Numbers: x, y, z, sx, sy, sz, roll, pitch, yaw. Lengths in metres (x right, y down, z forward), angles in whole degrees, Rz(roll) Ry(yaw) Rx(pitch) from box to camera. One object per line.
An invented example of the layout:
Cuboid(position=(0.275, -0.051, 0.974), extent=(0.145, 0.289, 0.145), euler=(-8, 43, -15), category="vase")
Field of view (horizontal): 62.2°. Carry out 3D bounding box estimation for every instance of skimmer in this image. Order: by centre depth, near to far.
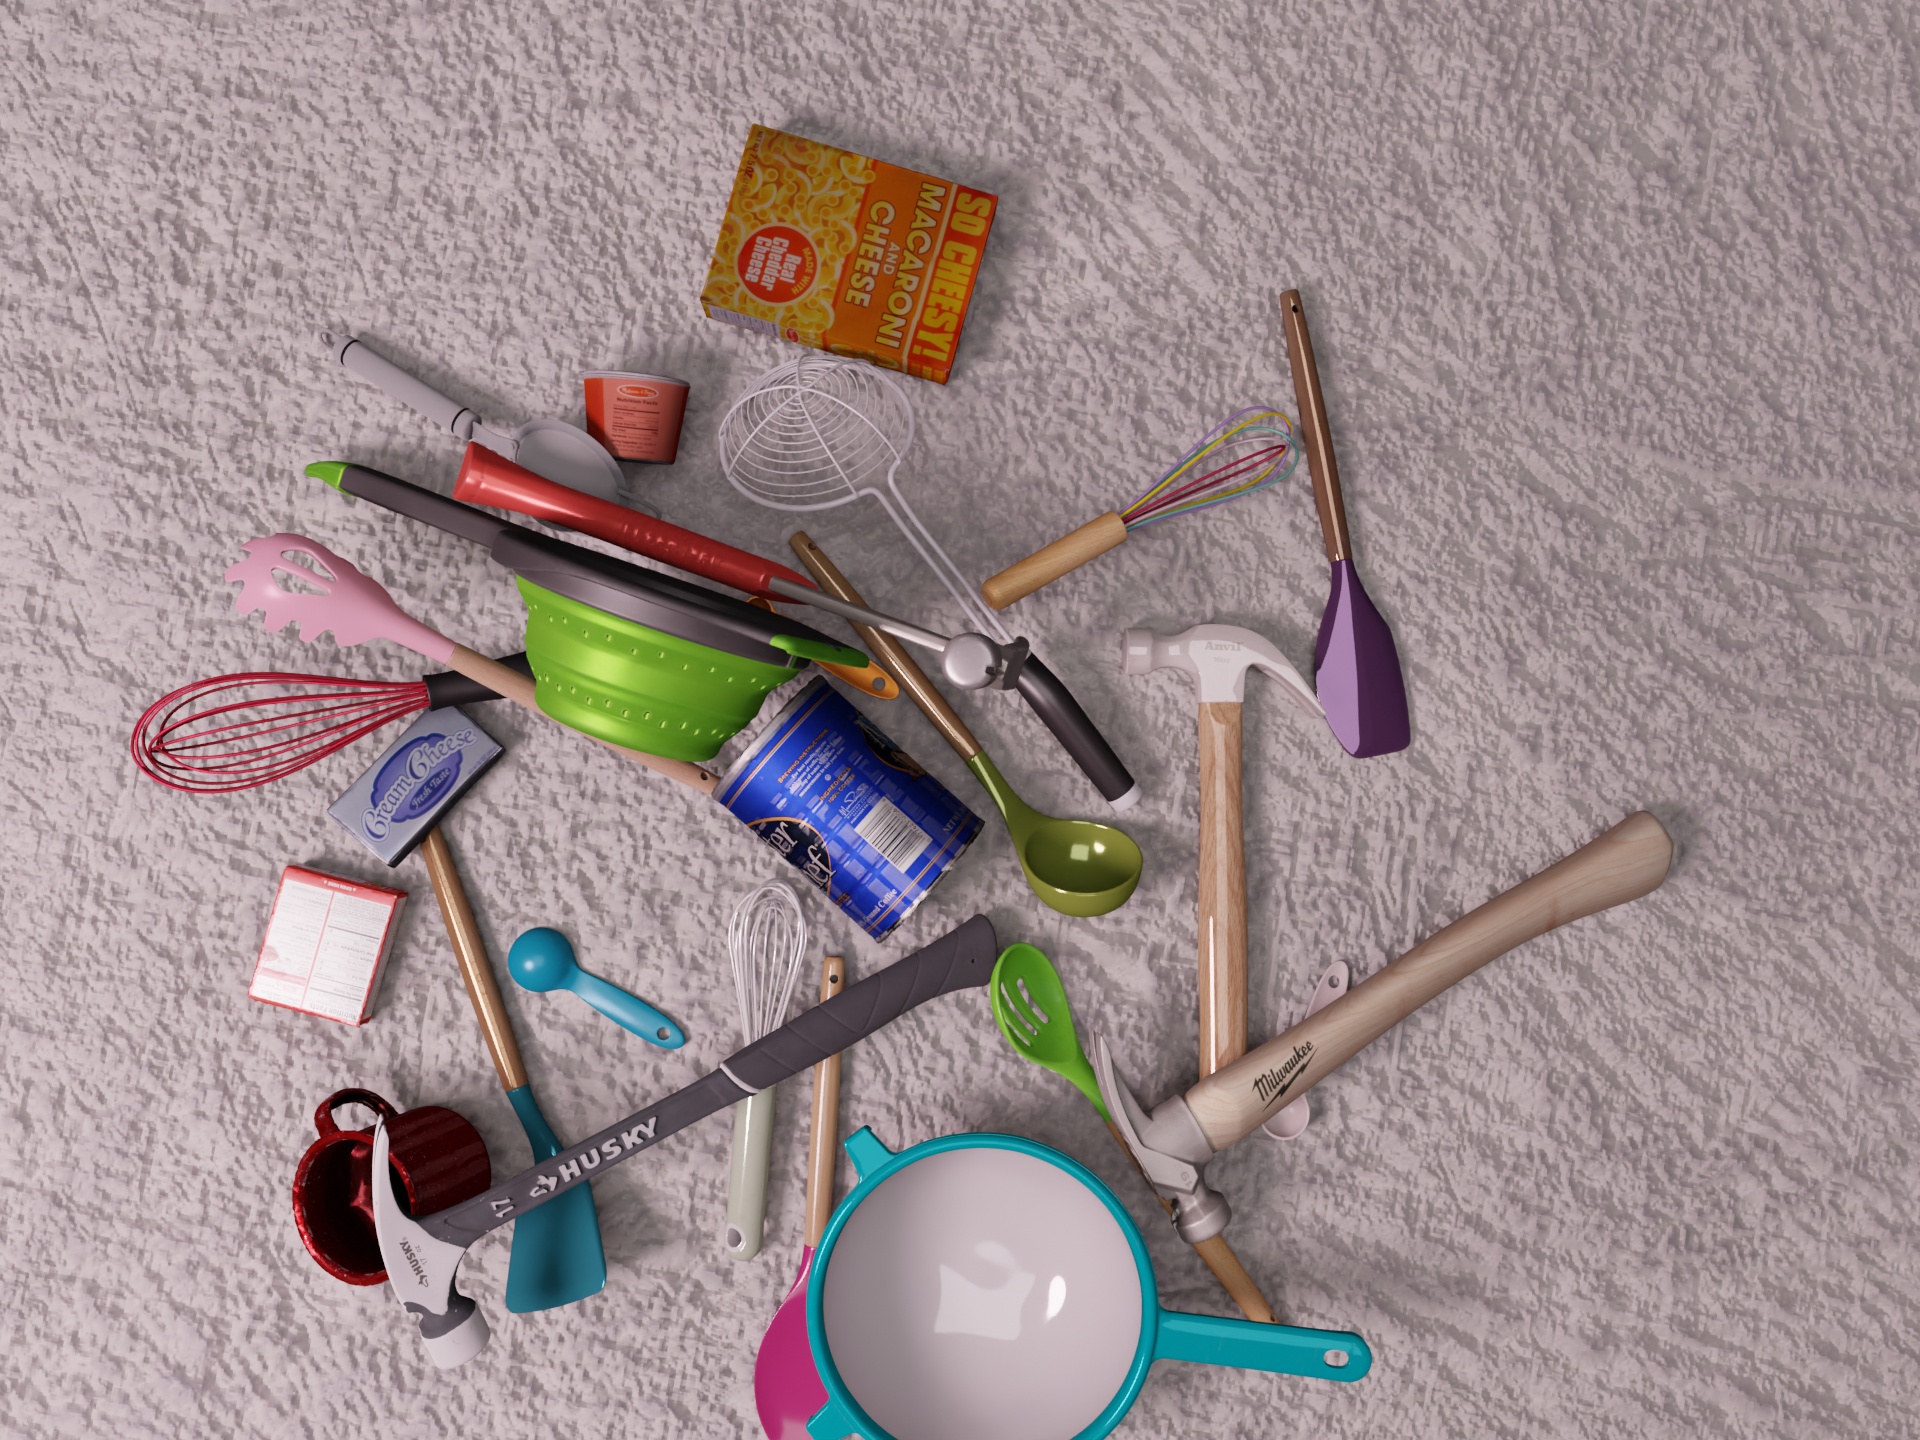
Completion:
Cuboid(position=(-0.011, -0.084, 1.036), extent=(0.127, 0.090, 0.363), euler=(-42, 100, -17), category="skimmer")

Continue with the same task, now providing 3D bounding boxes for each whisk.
Cuboid(position=(-0.349, -0.012, 0.980), extent=(0.295, 0.073, 0.073), euler=(-13, 89, -22), category="whisk")
Cuboid(position=(-0.129, 0.223, 1.018), extent=(0.058, 0.059, 0.246), euler=(6, 92, 34), category="whisk")
Cuboid(position=(0.120, -0.131, 1.021), extent=(0.245, 0.047, 0.051), euler=(-30, 77, -16), category="whisk")

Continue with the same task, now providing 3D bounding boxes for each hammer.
Cuboid(position=(-0.133, -0.091, 0.948), extent=(0.359, 0.149, 0.036), euler=(20, 96, 8), category="hammer")
Cuboid(position=(-0.153, 0.221, 0.964), extent=(0.409, 0.036, 0.149), euler=(-26, 106, -20), category="hammer")
Cuboid(position=(0.280, 0.164, 1.022), extent=(0.410, 0.038, 0.146), euler=(-30, 94, -9), category="hammer")
Cuboid(position=(0.174, 0.103, 1.041), extent=(0.130, 0.031, 0.331), euler=(-1, 88, -2), category="hammer")

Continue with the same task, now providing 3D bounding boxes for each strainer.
Cuboid(position=(0.077, 0.360, 0.990), extent=(0.340, 0.095, 0.211), euler=(8, 90, 0), category="strainer")
Cuboid(position=(-0.310, -0.183, 1.016), extent=(0.258, 0.086, 0.050), euler=(32, 45, 8), category="strainer")

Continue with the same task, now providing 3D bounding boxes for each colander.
Cuboid(position=(-0.252, -0.062, 0.954), extent=(0.397, 0.204, 0.094), euler=(21, 95, 22), category="colander")

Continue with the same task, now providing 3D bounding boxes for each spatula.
Cuboid(position=(-0.295, 0.211, 1.007), extent=(0.082, 0.044, 0.317), euler=(-22, 87, 24), category="spatula")
Cuboid(position=(0.247, -0.131, 1.060), extent=(0.060, 0.018, 0.316), euler=(-10, 89, -5), category="spatula")

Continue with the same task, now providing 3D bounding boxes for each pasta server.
Cuboid(position=(-0.288, -0.027, 0.972), extent=(0.316, 0.040, 0.060), euler=(29, 66, -22), category="pasta server")

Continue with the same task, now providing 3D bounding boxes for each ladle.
Cuboid(position=(-0.002, -0.003, 1.026), extent=(0.320, 0.062, 0.078), euler=(51, 46, 4), category="ladle")

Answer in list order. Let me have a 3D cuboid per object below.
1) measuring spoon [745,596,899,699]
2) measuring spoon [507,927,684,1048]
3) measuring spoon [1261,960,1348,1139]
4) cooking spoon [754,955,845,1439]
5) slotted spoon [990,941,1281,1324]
Cuboid(position=(-0.091, -0.046, 1.046), extent=(0.117, 0.011, 0.021), euler=(31, 84, -5), category="measuring spoon")
Cuboid(position=(-0.234, 0.177, 1.022), extent=(0.128, 0.021, 0.042), euler=(30, 87, 0), category="measuring spoon")
Cuboid(position=(0.228, 0.216, 1.050), extent=(0.034, 0.018, 0.124), euler=(25, 80, -5), category="measuring spoon")
Cuboid(position=(-0.091, 0.312, 1.026), extent=(0.068, 0.017, 0.319), euler=(4, 88, -2), category="cooking spoon")
Cuboid(position=(0.113, 0.277, 1.029), extent=(0.031, 0.070, 0.313), euler=(-33, 95, 40), category="slotted spoon")
